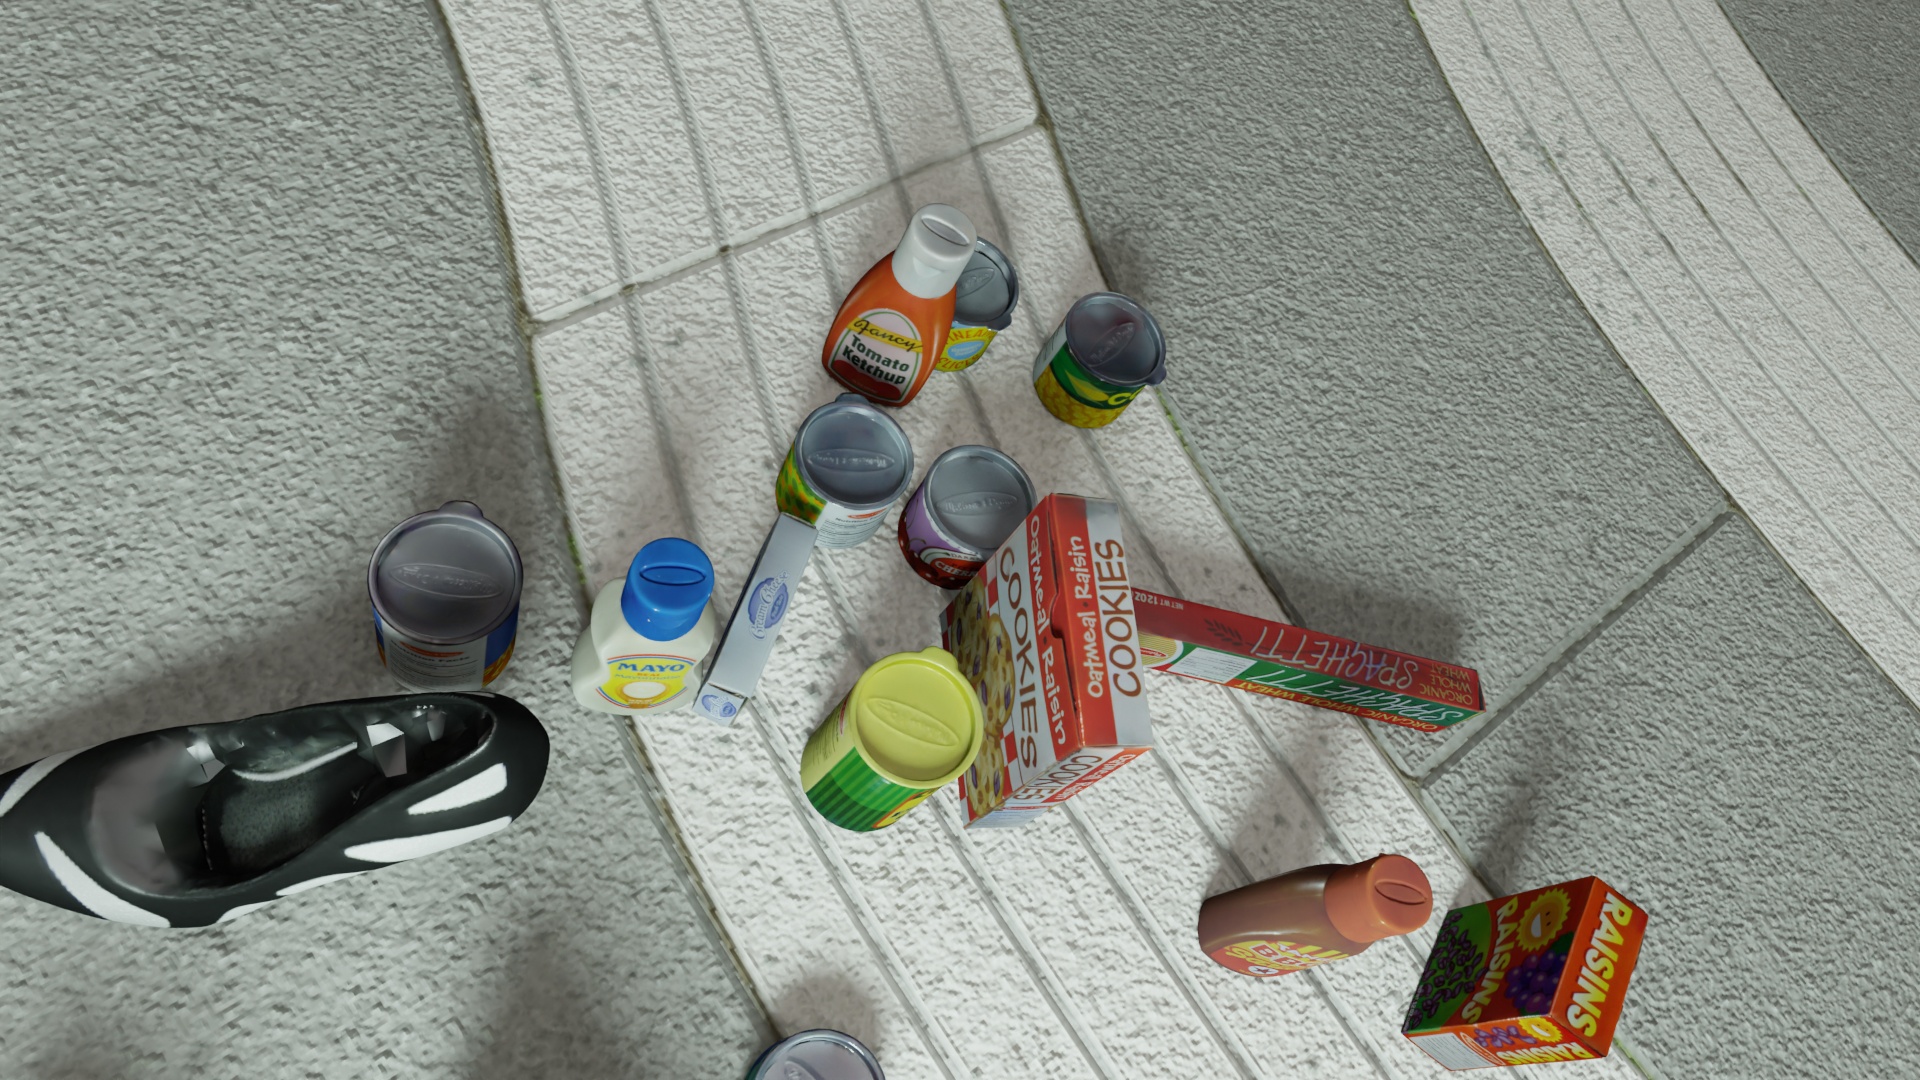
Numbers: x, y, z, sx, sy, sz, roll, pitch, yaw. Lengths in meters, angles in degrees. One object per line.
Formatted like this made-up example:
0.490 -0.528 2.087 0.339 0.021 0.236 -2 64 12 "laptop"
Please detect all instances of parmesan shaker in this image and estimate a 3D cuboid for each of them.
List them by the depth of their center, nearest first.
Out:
-0.035 0.101 0.694 0.071 0.102 0.071 8 64 -17 "parmesan shaker"

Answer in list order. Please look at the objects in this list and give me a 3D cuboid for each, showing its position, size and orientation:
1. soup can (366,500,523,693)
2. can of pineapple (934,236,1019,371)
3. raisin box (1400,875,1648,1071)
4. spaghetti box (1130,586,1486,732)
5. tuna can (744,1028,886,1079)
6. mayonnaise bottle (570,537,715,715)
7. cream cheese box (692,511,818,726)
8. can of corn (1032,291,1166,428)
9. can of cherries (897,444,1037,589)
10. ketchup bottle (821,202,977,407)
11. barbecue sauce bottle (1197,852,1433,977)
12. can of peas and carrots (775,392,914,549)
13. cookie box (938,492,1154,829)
-0.244 0.030 0.661 0.071 0.083 0.071 8 64 -17 "soup can"
-0.004 -0.142 0.843 0.071 0.057 0.071 8 64 -17 "can of pineapple"
0.300 0.234 0.744 0.040 0.123 0.086 37 60 -1 "raisin box"
0.189 0.072 0.820 0.250 0.050 0.029 14 63 -14 "spaghetti box"
-0.071 0.265 0.646 0.071 0.032 0.071 8 64 -17 "tuna can"
-0.146 0.043 0.654 0.065 0.147 0.041 3 66 -19 "mayonnaise bottle"
-0.107 0.042 0.723 0.024 0.053 0.104 24 61 -9 "cream cheese box"
0.087 -0.109 0.861 0.071 0.058 0.071 8 64 -17 "can of corn"
0.003 -0.010 0.784 0.071 0.058 0.072 8 64 -17 "can of cherries"
-0.031 -0.131 0.776 0.065 0.148 0.044 27 61 -7 "ketchup bottle"
0.180 0.190 0.705 0.065 0.148 0.044 16 62 -13 "barbecue sauce bottle"
-0.066 -0.038 0.772 0.071 0.058 0.071 8 64 -17 "can of peas and carrots"
0.037 0.066 0.699 0.040 0.166 0.123 2 66 -19 "cookie box"
